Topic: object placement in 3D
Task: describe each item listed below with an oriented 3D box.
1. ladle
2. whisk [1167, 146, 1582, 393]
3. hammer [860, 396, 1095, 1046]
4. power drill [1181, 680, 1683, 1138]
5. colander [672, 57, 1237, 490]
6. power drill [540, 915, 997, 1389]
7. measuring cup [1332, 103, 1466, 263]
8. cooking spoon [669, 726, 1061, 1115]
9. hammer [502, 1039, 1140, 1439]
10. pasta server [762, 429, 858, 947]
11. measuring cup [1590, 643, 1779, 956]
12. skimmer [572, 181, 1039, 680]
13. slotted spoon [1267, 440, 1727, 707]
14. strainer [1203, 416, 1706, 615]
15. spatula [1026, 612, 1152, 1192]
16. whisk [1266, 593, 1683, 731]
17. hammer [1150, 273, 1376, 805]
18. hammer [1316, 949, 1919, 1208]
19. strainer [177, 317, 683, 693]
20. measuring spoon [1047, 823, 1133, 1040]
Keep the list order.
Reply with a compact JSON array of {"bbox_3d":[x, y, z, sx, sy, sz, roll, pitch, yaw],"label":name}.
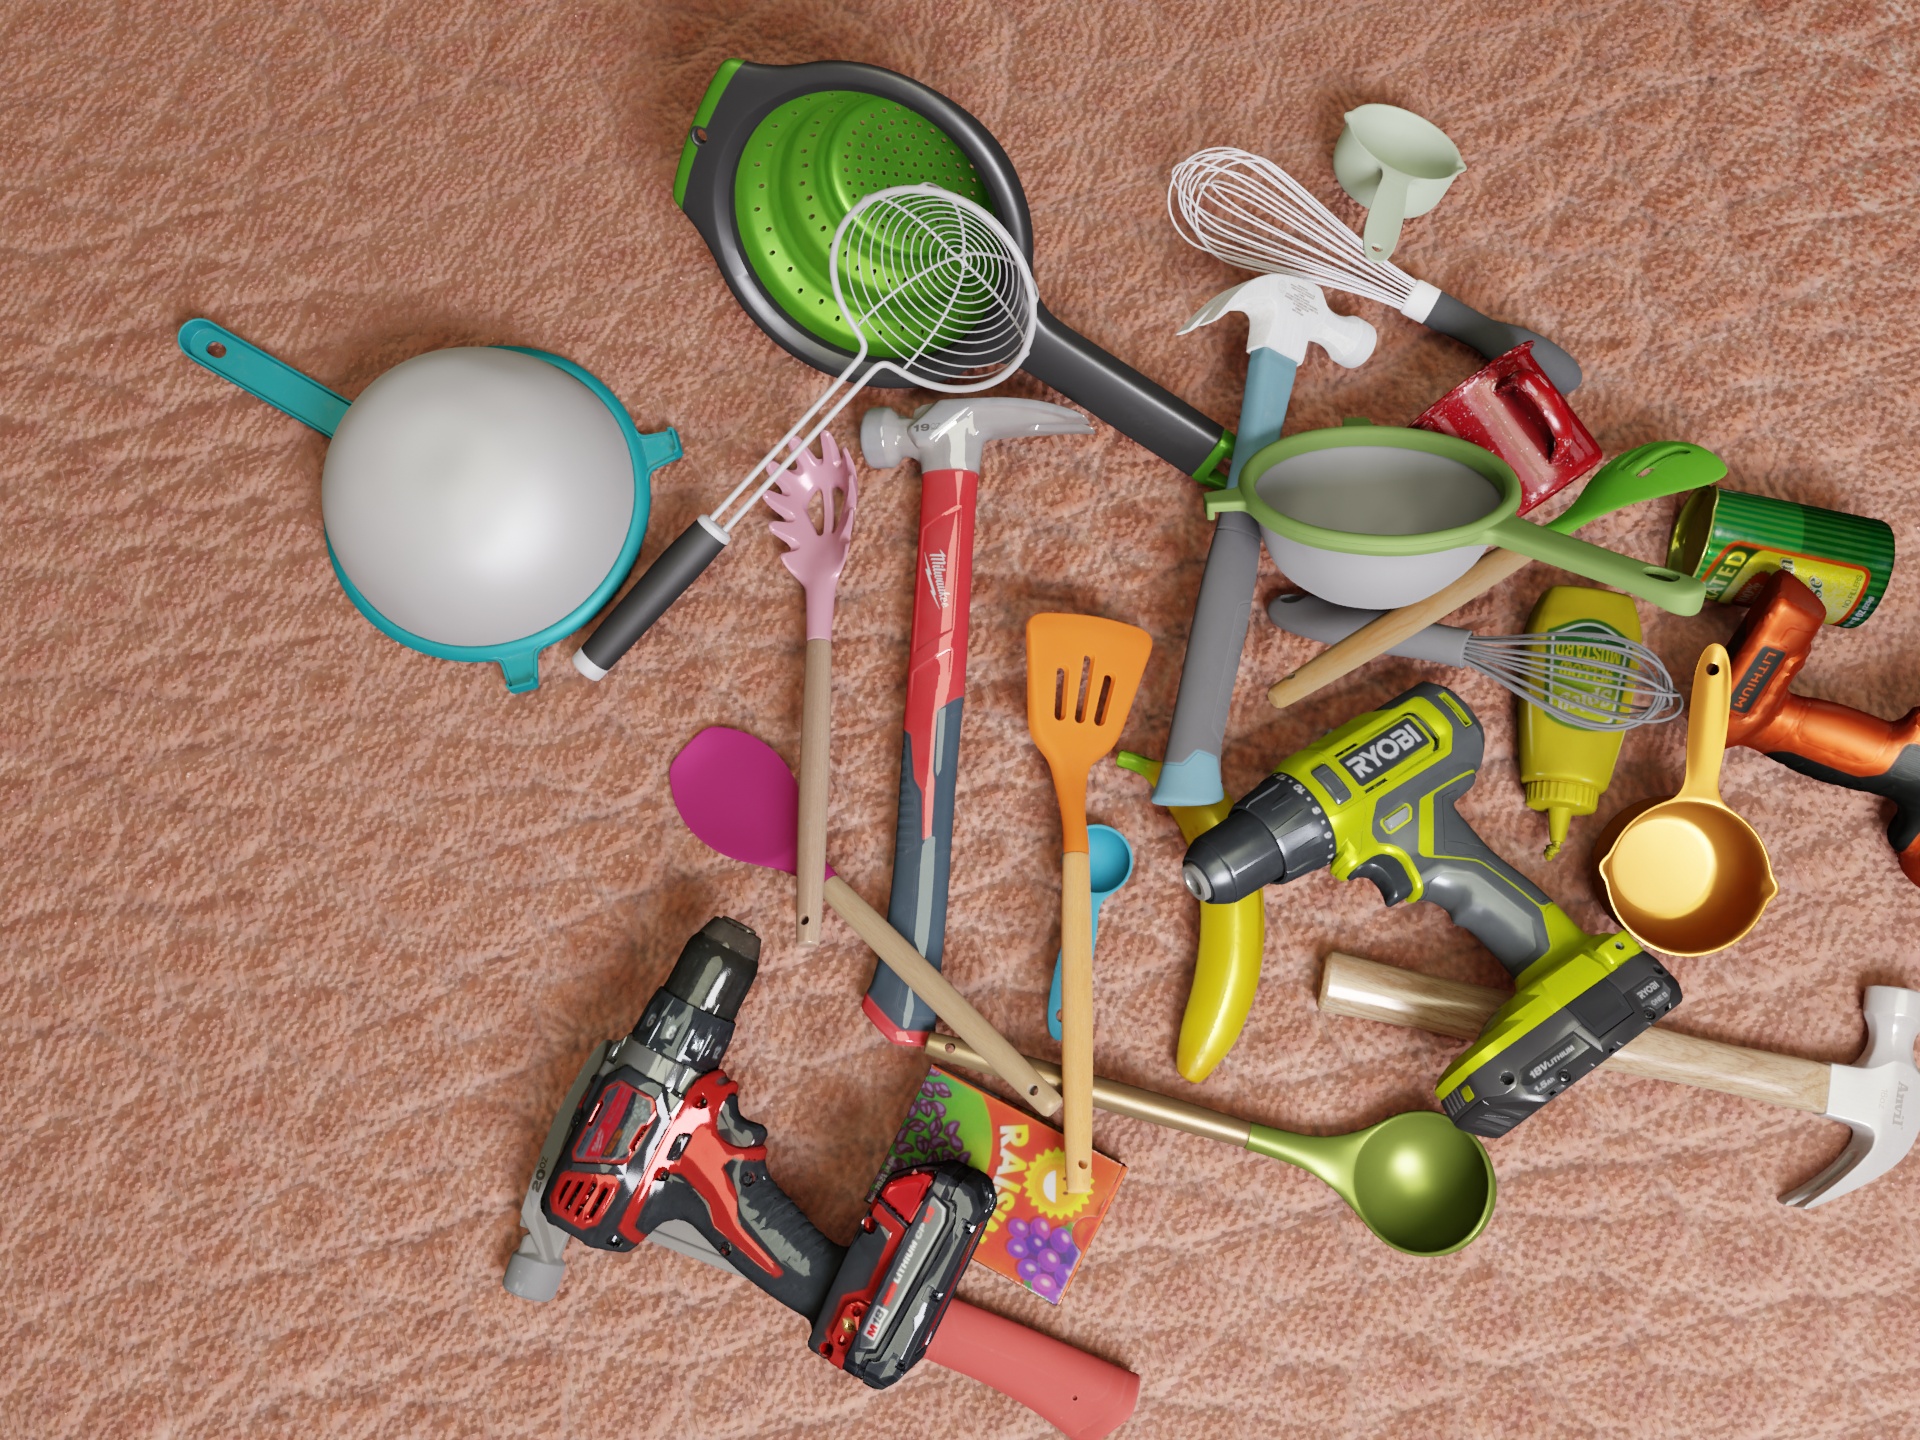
[{"bbox_3d":[0.135,0.221,0.878,0.320,0.062,0.078,16,73,2],"label":"ladle"},{"bbox_3d":[0.257,-0.275,0.988,0.284,0.070,0.070,29,82,3],"label":"whisk"},{"bbox_3d":[-0.001,-0.003,0.942,0.143,0.038,0.386,1,80,18],"label":"hammer"},{"bbox_3d":[0.251,0.105,0.866,0.190,0.080,0.229,-29,66,-18],"label":"power drill"},{"bbox_3d":[0.024,-0.271,0.978,0.397,0.204,0.095,31,46,-7],"label":"colander"},{"bbox_3d":[-0.094,0.229,0.857,0.227,0.080,0.188,25,81,13],"label":"power drill"},{"bbox_3d":[0.257,-0.315,0.968,0.083,0.038,0.168,23,52,-1],"label":"measuring cup"},{"bbox_3d":[-0.059,0.111,0.909,0.069,0.017,0.319,-47,65,-4],"label":"cooking spoon"},{"bbox_3d":[-0.071,0.308,0.895,0.359,0.036,0.149,19,80,7],"label":"hammer"},{"bbox_3d":[-0.088,-0.024,0.941,0.060,0.040,0.316,-7,68,18],"label":"pasta server"},{"bbox_3d":[0.408,0.044,0.897,0.095,0.052,0.173,7,91,7],"label":"measuring cup"},{"bbox_3d":[-0.106,-0.151,0.921,0.127,0.090,0.363,42,100,-13],"label":"skimmer"},{"bbox_3d":[0.304,-0.087,0.903,0.314,0.070,0.031,-30,112,-12],"label":"slotted spoon"},{"bbox_3d":[0.266,-0.086,0.853,0.151,0.069,0.257,-30,43,-34],"label":"strainer"},{"bbox_3d":[0.068,0.097,0.894,0.081,0.041,0.323,8,69,-19],"label":"spatula"},{"bbox_3d":[0.287,-0.039,0.909,0.239,0.055,0.055,16,79,29],"label":"whisk"},{"bbox_3d":[0.163,-0.107,0.929,0.128,0.033,0.331,20,77,-29],"label":"hammer"},{"bbox_3d":[0.367,0.184,0.897,0.331,0.031,0.130,11,79,6],"label":"hammer"},{"bbox_3d":[-0.359,-0.178,0.981,0.340,0.095,0.211,29,82,7],"label":"strainer"},{"bbox_3d":[0.072,0.124,0.937,0.042,0.021,0.128,13,89,9],"label":"measuring spoon"}]
